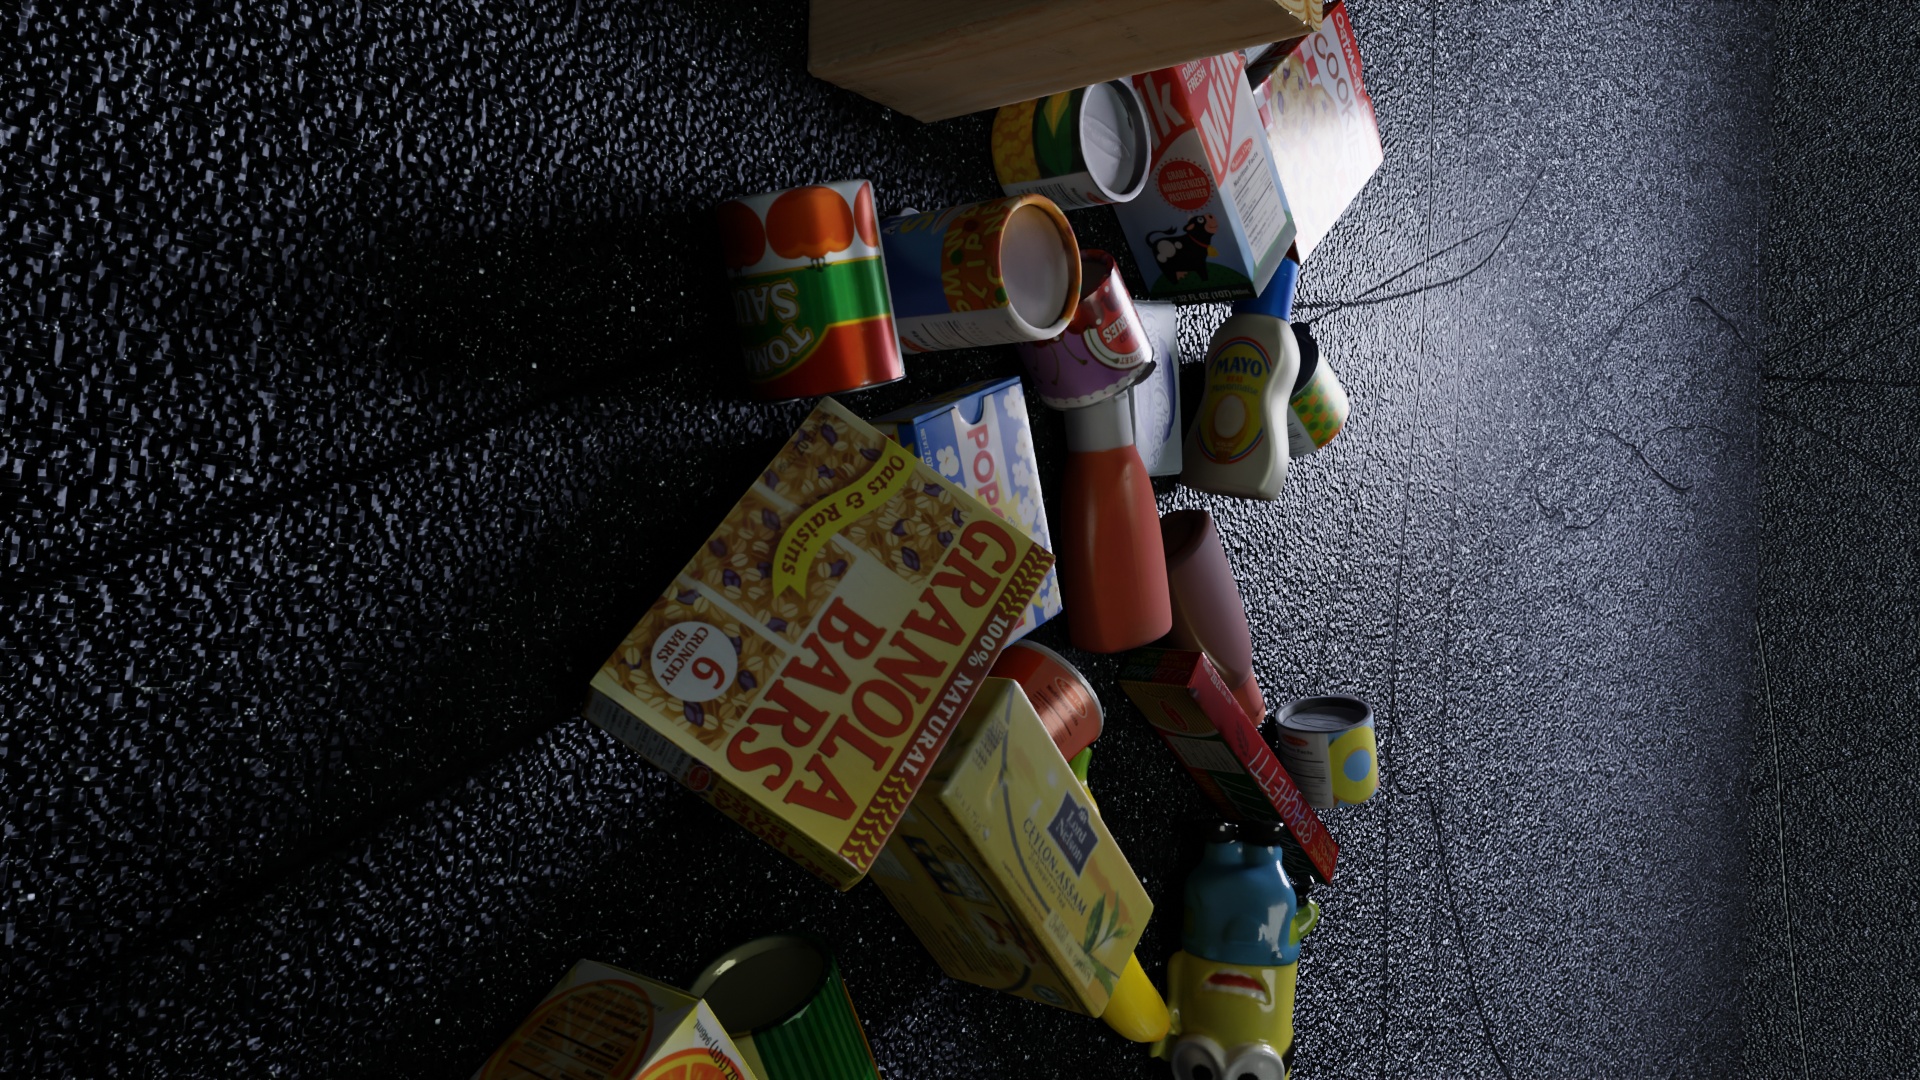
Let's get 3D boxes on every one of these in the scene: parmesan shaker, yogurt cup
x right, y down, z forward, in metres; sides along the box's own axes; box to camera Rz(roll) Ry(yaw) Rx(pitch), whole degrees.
[{"bbox_3d":[-0.066,0.222,0.573,0.072,0.071,0.102,-37,118,-44],"label":"parmesan shaker"},{"bbox_3d":[0.029,0.091,0.694,0.054,0.072,0.072,-43,123,-31],"label":"yogurt cup"}]

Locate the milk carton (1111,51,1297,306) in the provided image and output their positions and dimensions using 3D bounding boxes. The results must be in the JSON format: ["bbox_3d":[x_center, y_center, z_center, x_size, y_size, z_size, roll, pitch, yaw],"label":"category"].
[{"bbox_3d":[0.123,-0.234,0.796,0.074,0.072,0.189,-55,130,-35],"label":"milk carton"}]

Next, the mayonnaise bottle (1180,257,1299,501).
[{"bbox_3d":[0.179,-0.101,0.861,0.041,0.065,0.148,13,86,-55],"label":"mayonnaise bottle"}]

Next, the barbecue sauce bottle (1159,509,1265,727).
[{"bbox_3d":[0.151,0.056,0.856,0.065,0.043,0.148,-51,128,-37],"label":"barbecue sauce bottle"}]

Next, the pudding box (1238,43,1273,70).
[{"bbox_3d":[0.164,-0.320,0.877,0.084,0.030,0.049,-47,126,-39],"label":"pudding box"}]

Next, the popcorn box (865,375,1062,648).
[{"bbox_3d":[0.002,-0.009,0.679,0.085,0.038,0.126,-27,111,-46],"label":"popcorn box"}]

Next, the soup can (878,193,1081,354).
[{"bbox_3d":[0.004,-0.125,0.644,0.071,0.083,0.071,0,91,-50],"label":"soup can"}]

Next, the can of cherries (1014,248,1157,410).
[{"bbox_3d":[0.063,-0.111,0.724,0.072,0.071,0.058,-54,129,-35],"label":"can of cherries"}]

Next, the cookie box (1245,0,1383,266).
[{"bbox_3d":[0.233,-0.280,0.953,0.168,0.040,0.122,-49,126,-39],"label":"cookie box"}]

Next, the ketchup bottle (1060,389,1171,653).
[{"bbox_3d":[0.082,-0.016,0.771,0.065,0.043,0.148,-16,102,-41],"label":"ketchup bottle"}]

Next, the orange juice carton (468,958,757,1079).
[{"bbox_3d":[-0.155,0.242,0.464,0.194,0.073,0.071,-48,125,-38],"label":"orange juice carton"}]

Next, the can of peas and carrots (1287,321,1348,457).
[{"bbox_3d":[0.215,-0.099,0.912,0.058,0.071,0.071,45,58,-42],"label":"can of peas and carrots"}]

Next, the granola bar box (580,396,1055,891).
[{"bbox_3d":[-0.052,0.037,0.562,0.124,0.039,0.166,35,56,-1],"label":"granola bar box"}]

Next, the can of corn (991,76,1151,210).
[{"bbox_3d":[0.058,-0.209,0.728,0.071,0.058,0.071,-1,92,-50],"label":"can of corn"}]

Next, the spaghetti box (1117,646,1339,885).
[{"bbox_3d":[0.176,0.148,0.882,0.249,0.050,0.029,51,55,-38],"label":"spaghetti box"}]

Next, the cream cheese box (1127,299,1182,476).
[{"bbox_3d":[0.105,-0.088,0.813,0.053,0.024,0.103,-9,97,-51],"label":"cream cheese box"}]

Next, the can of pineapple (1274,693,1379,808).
[{"bbox_3d":[0.256,0.146,0.966,0.071,0.071,0.057,-24,110,-48],"label":"can of pineapple"}]

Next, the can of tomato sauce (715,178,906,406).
[{"bbox_3d":[-0.063,-0.103,0.576,0.071,0.071,0.083,-22,107,-48],"label":"can of tomato sauce"}]
